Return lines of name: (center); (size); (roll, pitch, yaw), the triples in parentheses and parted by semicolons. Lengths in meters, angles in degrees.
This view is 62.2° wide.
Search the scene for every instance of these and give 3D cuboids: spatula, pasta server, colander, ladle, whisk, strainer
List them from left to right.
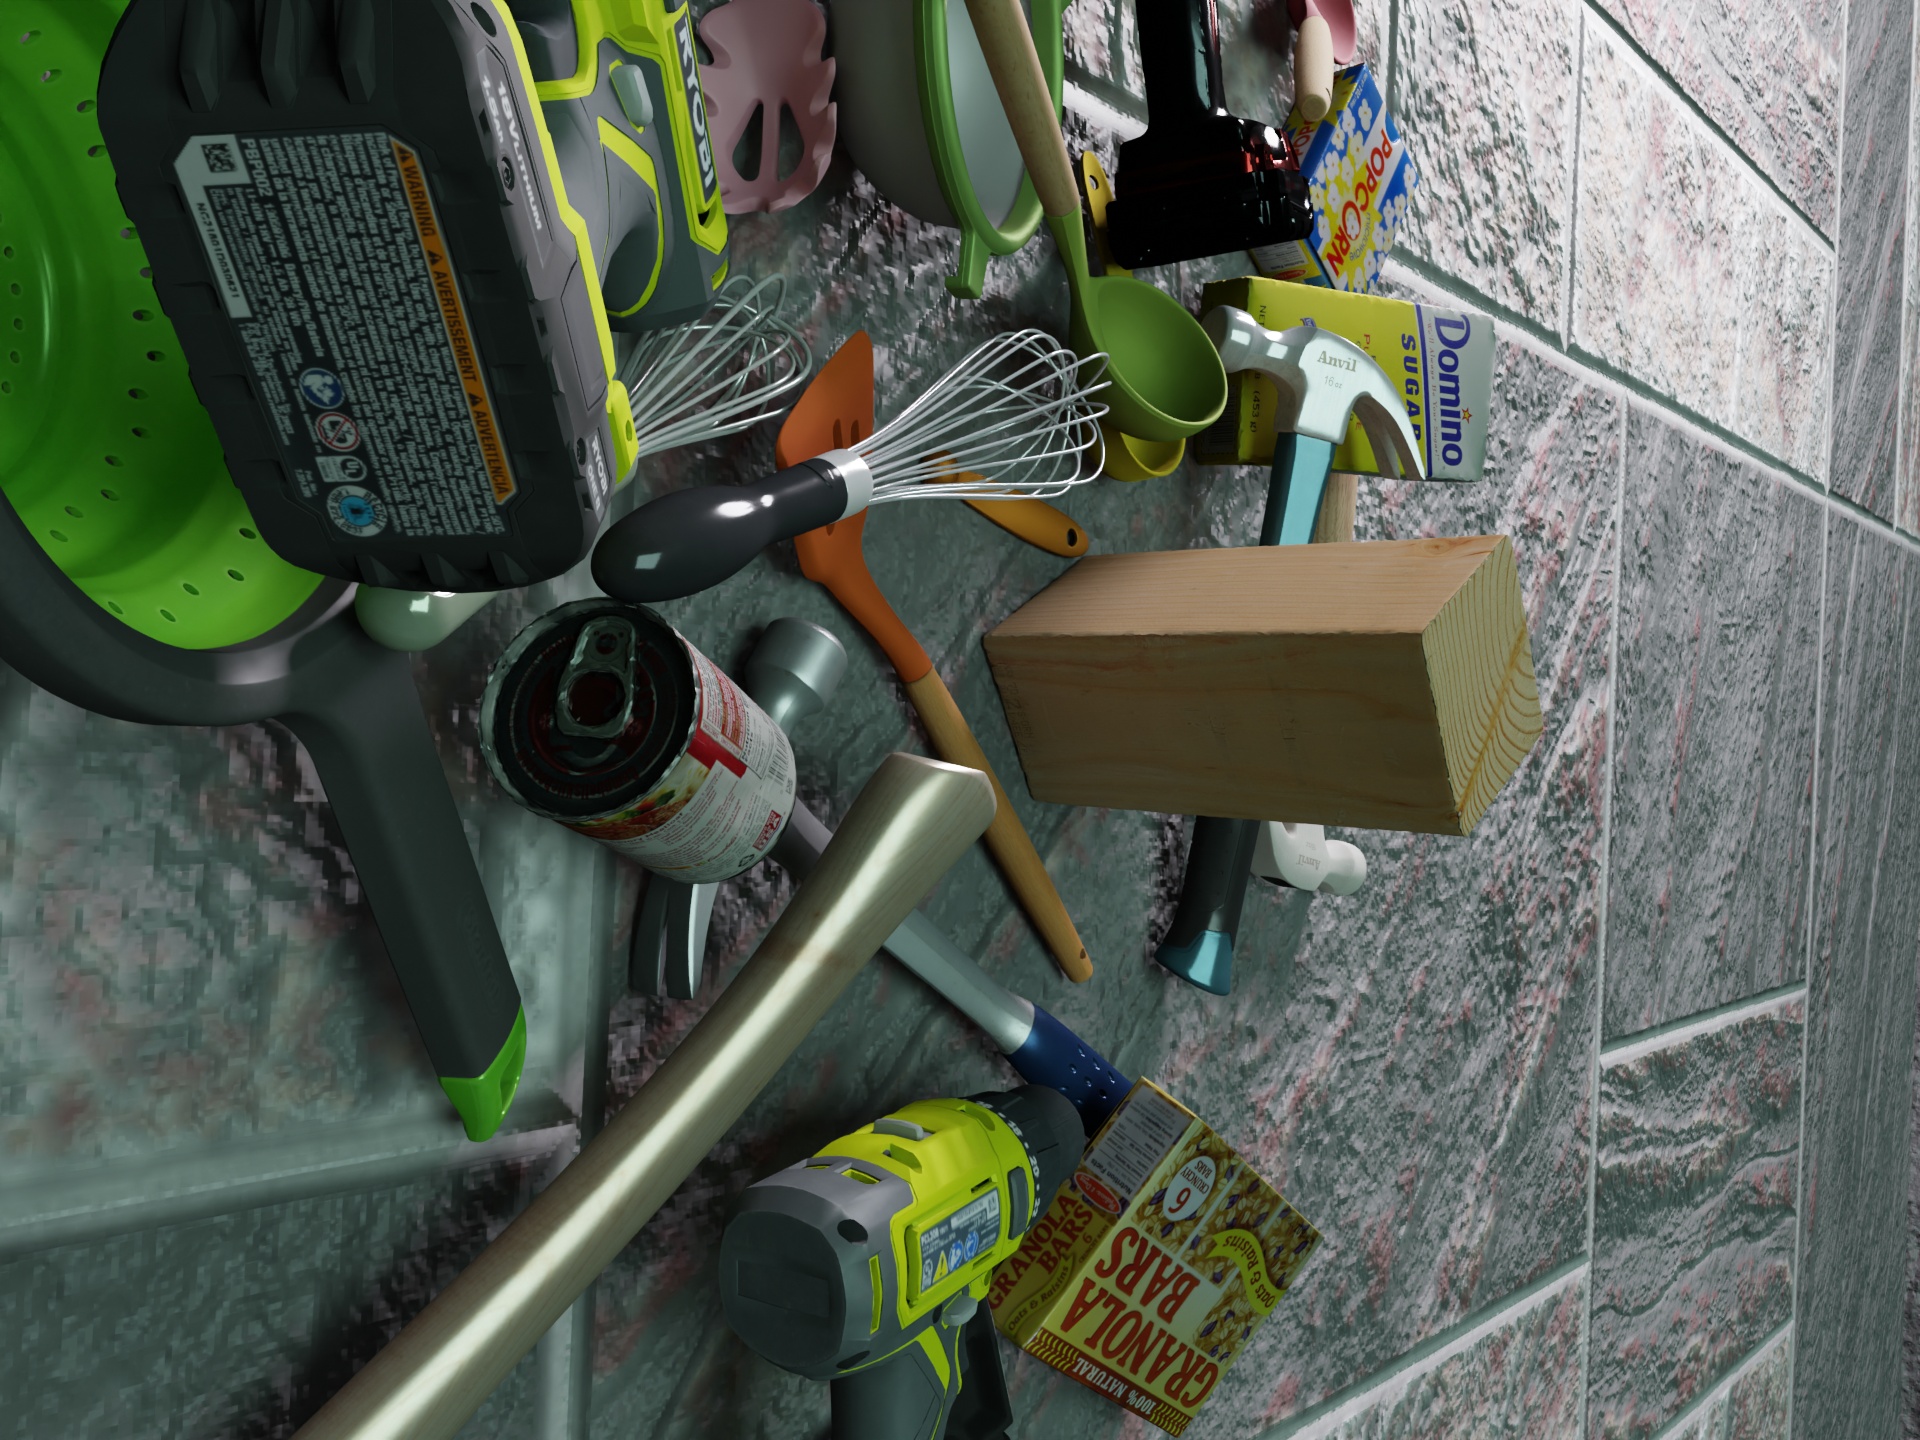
colander: (-0.198, -0.035, 0.406); (0.205, 0.094, 0.396); (-77, 165, -53)
whisk: (-0.106, -0.086, 0.487); (0.058, 0.059, 0.246); (31, 36, -1)
pasta server: (-0.068, -0.332, 0.574); (0.040, 0.060, 0.316); (34, 58, -84)
whisk: (-0.026, -0.089, 0.552); (0.284, 0.070, 0.070); (-32, 115, -51)
spatula: (-0.001, -0.002, 0.660); (0.322, 0.041, 0.081); (62, 38, -31)
strainer: (0.003, -0.286, 0.645); (0.256, 0.069, 0.151); (-65, 152, -49)
ladle: (0.042, -0.213, 0.585); (0.319, 0.062, 0.078); (56, 27, -57)
ladle: (0.172, -0.328, 0.769); (0.069, 0.031, 0.316); (57, 27, -22)

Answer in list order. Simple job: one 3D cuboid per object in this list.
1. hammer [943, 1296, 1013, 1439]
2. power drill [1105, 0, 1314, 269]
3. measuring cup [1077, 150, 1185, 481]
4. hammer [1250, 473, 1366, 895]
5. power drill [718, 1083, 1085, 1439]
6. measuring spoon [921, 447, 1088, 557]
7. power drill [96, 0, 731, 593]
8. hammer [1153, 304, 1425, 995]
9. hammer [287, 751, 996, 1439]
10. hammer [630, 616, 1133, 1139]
hammer: (-0.100, 0.315, 0.566); (0.337, 0.034, 0.127); (-26, 111, -45)
power drill: (0.106, -0.329, 0.725); (0.188, 0.080, 0.226); (-43, 125, -65)
measuring cup: (0.068, -0.188, 0.750); (0.062, 0.029, 0.156); (-11, 88, -48)
hammer: (0.200, -0.072, 0.890); (0.130, 0.031, 0.331); (16, 80, -48)
power drill: (-0.008, 0.252, 0.580); (0.190, 0.080, 0.228); (-5, 95, -60)
measuring spoon: (0.024, -0.095, 0.706); (0.116, 0.011, 0.021); (19, 77, -47)
power drill: (-0.114, -0.150, 0.399); (0.223, 0.080, 0.171); (-84, 171, -51)
hammer: (0.147, -0.026, 0.788); (0.128, 0.033, 0.331); (8, 96, -23)
hammer: (-0.116, 0.164, 0.502); (0.411, 0.038, 0.146); (-47, 129, -29)
hammer: (0.015, 0.133, 0.688); (0.405, 0.035, 0.144); (46, 58, -39)
